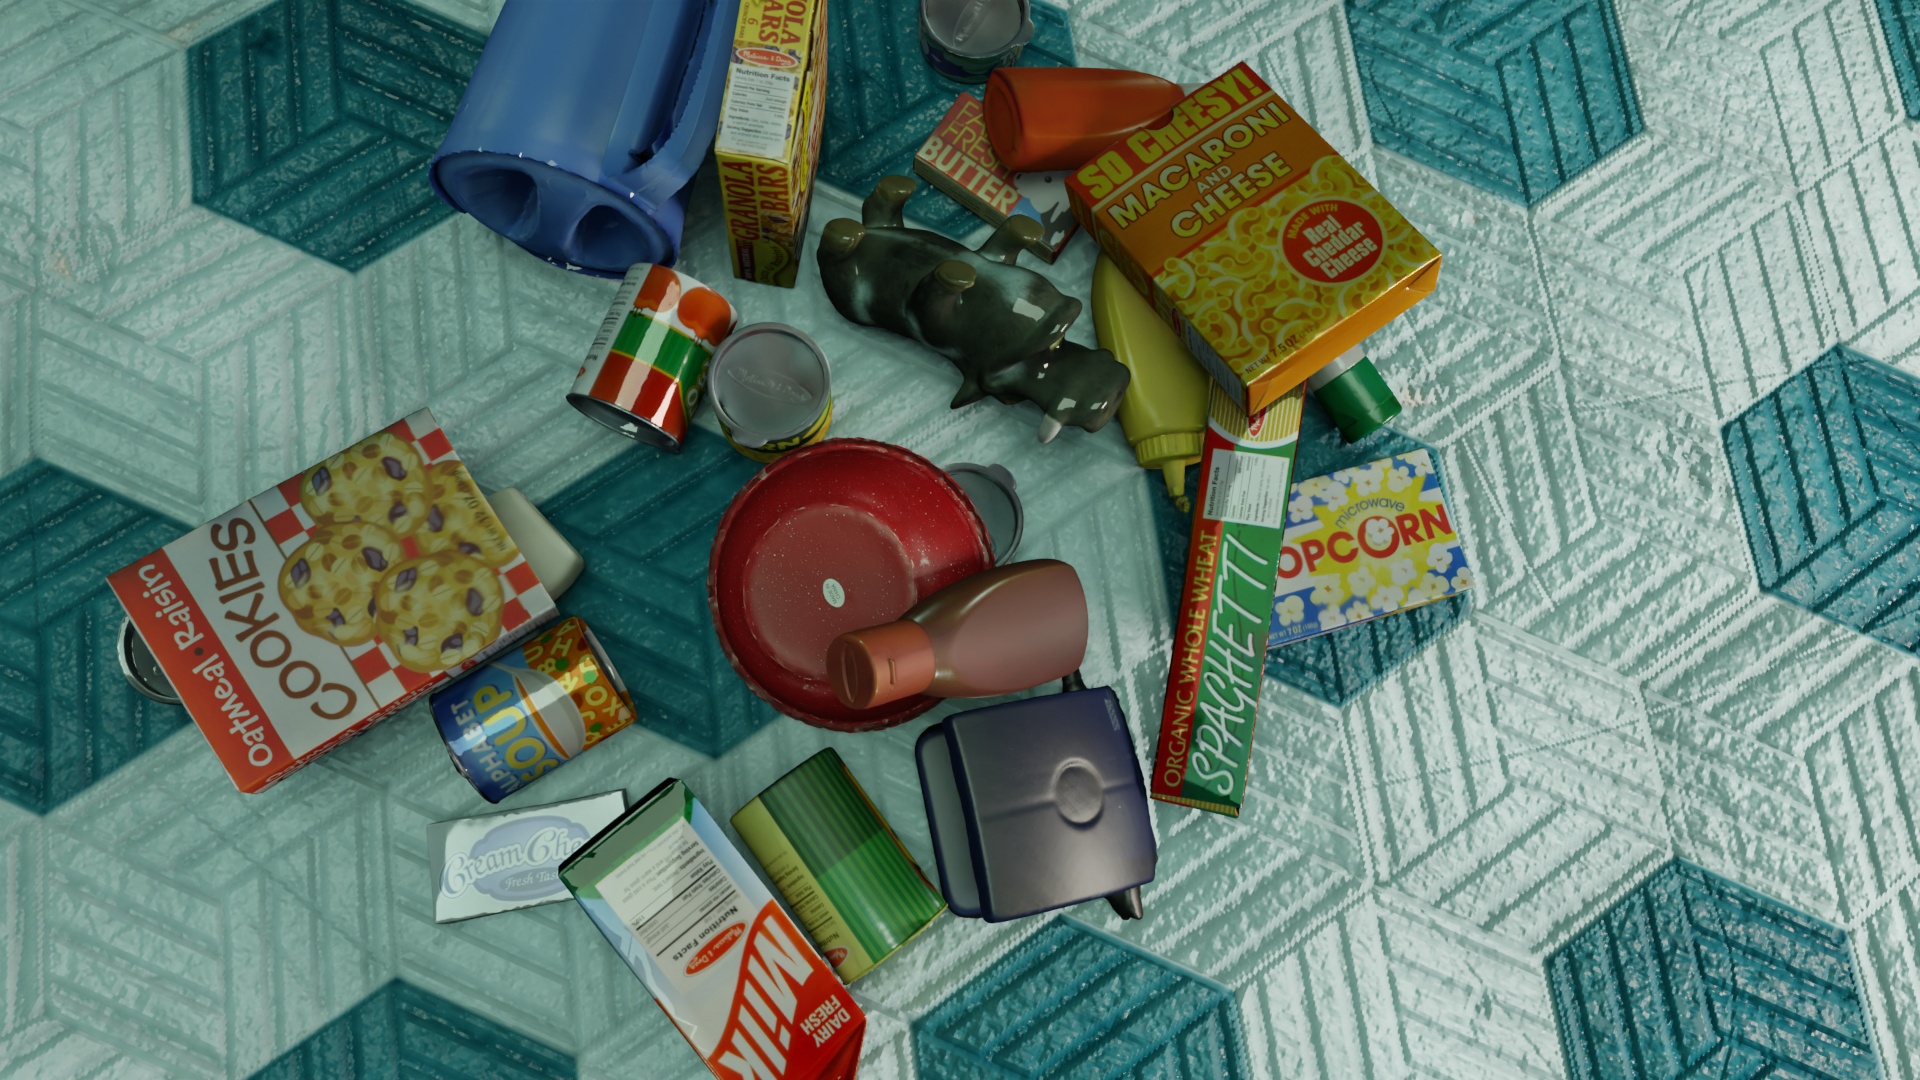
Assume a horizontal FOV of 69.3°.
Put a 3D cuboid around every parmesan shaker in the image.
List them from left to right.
[{"bbox_3d":[-0.062,0.165,0.716,0.071,0.071,0.103,-35,83,-9],"label":"parmesan shaker"}]

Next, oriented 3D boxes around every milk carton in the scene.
[{"bbox_3d":[-0.113,0.215,0.690,0.074,0.072,0.190,-38,92,-19],"label":"milk carton"}]

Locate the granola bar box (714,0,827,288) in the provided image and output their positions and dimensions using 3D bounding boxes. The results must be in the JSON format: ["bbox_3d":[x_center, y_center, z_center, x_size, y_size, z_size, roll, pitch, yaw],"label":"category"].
[{"bbox_3d":[-0.098,-0.224,0.744,0.039,0.165,0.124,8,79,-4],"label":"granola bar box"}]

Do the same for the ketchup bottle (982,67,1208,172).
[{"bbox_3d":[0.091,-0.247,0.808,0.149,0.043,0.065,-8,59,-20],"label":"ketchup bottle"}]

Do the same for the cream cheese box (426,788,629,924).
[{"bbox_3d":[-0.224,0.166,0.730,0.104,0.024,0.053,-10,78,-6],"label":"cream cheese box"}]

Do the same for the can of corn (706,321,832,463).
[{"bbox_3d":[-0.105,-0.078,0.769,0.071,0.058,0.071,1,79,-4],"label":"can of corn"}]

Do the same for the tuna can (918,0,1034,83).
[{"bbox_3d":[0.010,-0.311,0.836,0.071,0.032,0.071,1,79,-3],"label":"tuna can"}]

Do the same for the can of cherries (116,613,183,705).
[{"bbox_3d":[-0.392,0.052,0.724,0.071,0.058,0.071,1,80,-3],"label":"can of cherries"}]

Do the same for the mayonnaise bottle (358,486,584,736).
[{"bbox_3d":[-0.276,0.041,0.743,0.148,0.041,0.065,-43,85,-9],"label":"mayonnaise bottle"}]

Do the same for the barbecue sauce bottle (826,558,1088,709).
[{"bbox_3d":[0.001,0.050,0.688,0.149,0.043,0.064,-11,100,-45],"label":"barbecue sauce bottle"}]

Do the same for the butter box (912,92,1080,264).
[{"bbox_3d":[0.027,-0.215,0.822,0.103,0.024,0.053,35,78,3],"label":"butter box"}]

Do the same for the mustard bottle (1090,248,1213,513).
[{"bbox_3d":[0.113,-0.092,0.791,0.065,0.048,0.160,-4,80,-8],"label":"mustard bottle"}]

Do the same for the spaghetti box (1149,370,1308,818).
[{"bbox_3d":[0.145,0.019,0.744,0.050,0.028,0.250,9,85,13],"label":"spaghetti box"}]

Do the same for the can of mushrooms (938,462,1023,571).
[{"bbox_3d":[0.003,-0.010,0.775,0.071,0.033,0.071,1,79,-3],"label":"can of mushrooms"}]

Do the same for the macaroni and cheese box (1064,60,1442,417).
[{"bbox_3d":[0.153,-0.166,0.747,0.124,0.040,0.167,-34,66,-3],"label":"macaroni and cheese box"}]

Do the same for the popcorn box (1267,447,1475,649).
[{"bbox_3d":[0.212,0.006,0.783,0.127,0.038,0.085,-15,79,-7],"label":"popcorn box"}]

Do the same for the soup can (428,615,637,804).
[{"bbox_3d":[-0.221,0.088,0.721,0.084,0.071,0.071,-30,82,-9],"label":"soup can"}]

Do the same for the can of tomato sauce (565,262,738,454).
[{"bbox_3d":[-0.167,-0.100,0.766,0.071,0.071,0.083,22,78,1],"label":"can of tomato sauce"}]

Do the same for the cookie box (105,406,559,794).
[{"bbox_3d":[-0.307,0.029,0.691,0.168,0.040,0.123,-33,87,-17],"label":"cookie box"}]

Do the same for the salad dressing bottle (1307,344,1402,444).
[{"bbox_3d":[0.196,-0.125,0.798,0.044,0.064,0.147,-35,88,-26],"label":"salad dressing bottle"}]
